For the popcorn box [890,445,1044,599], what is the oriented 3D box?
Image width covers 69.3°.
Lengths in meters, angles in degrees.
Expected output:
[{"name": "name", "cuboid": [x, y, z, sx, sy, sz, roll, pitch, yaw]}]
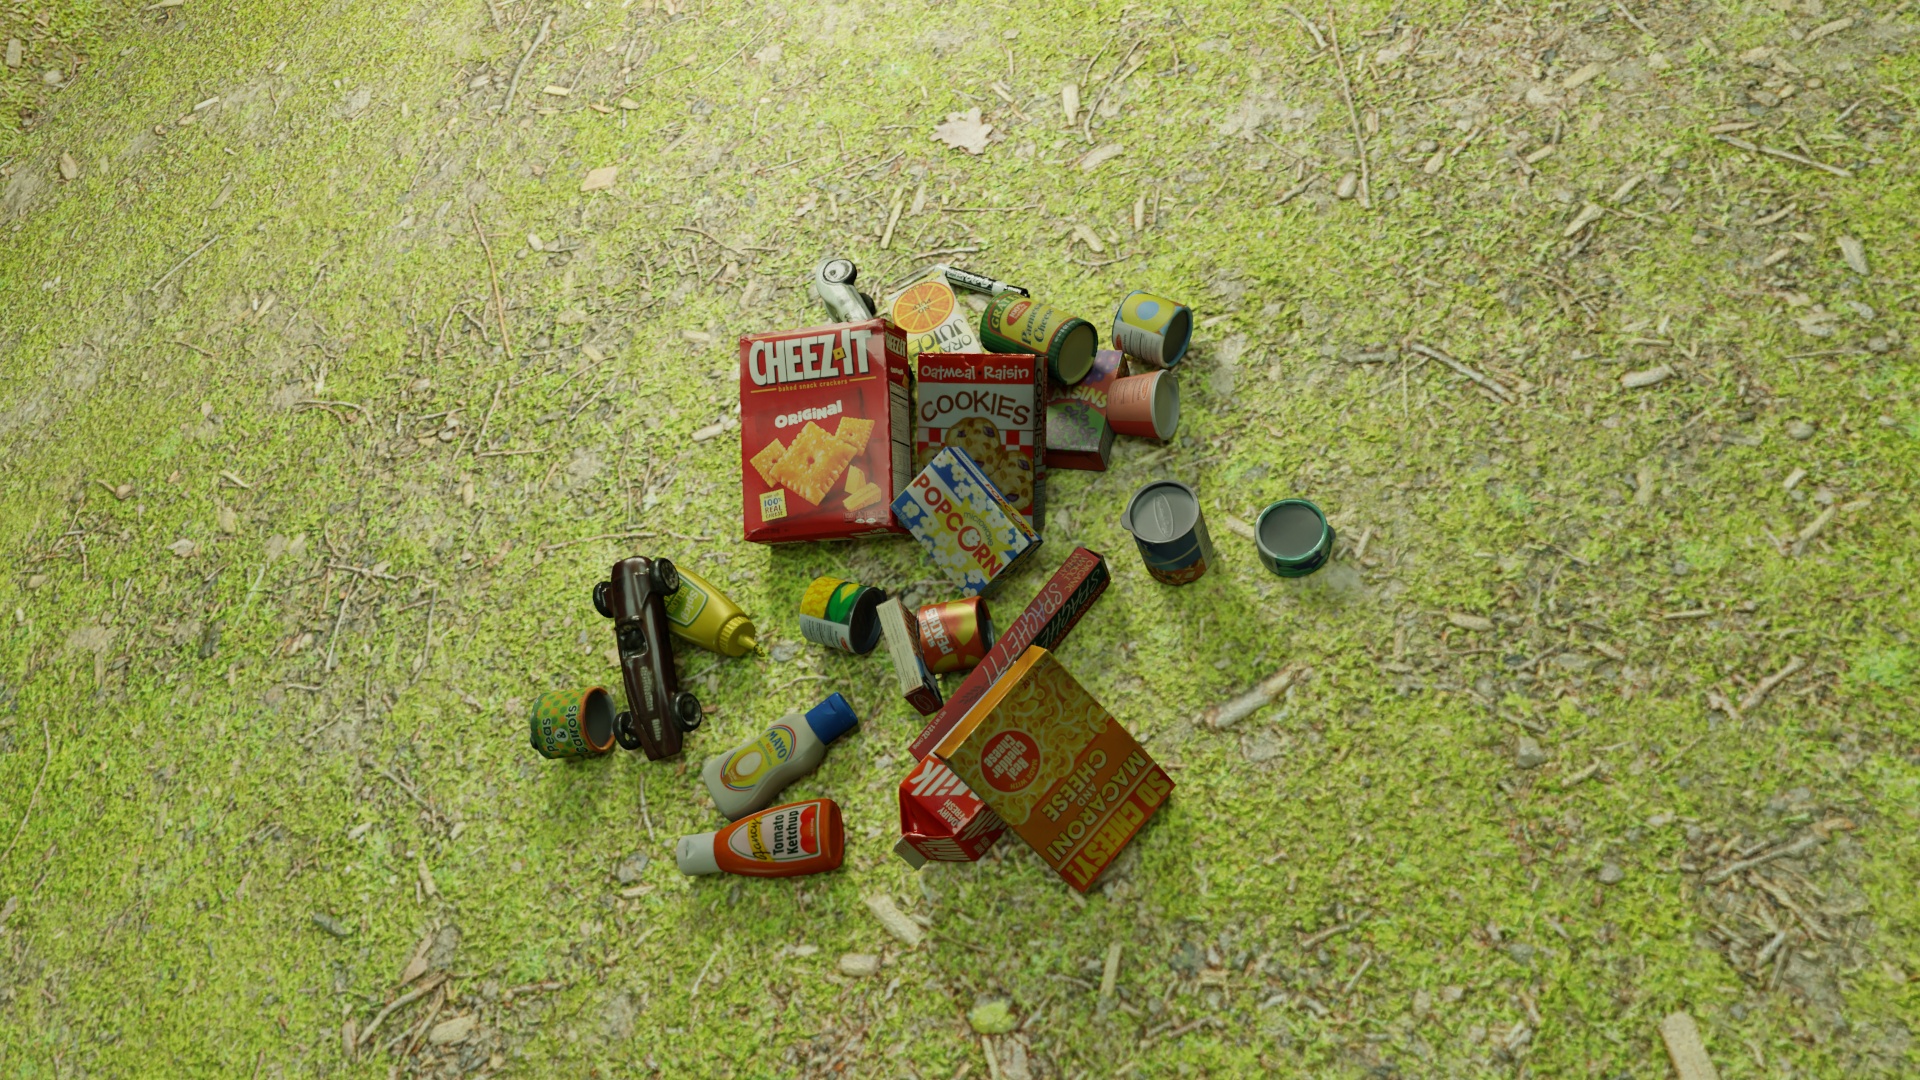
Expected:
[{"name": "popcorn box", "cuboid": [0.005, -0.017, 1.318, 0.085, 0.038, 0.127, -45, 76, 19]}]

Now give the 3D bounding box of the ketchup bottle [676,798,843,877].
[{"name": "ketchup bottle", "cuboid": [-0.180, 0.274, 1.250, 0.149, 0.043, 0.065, -12, 58, 13]}]

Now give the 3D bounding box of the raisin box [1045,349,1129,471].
[{"name": "raisin box", "cuboid": [0.114, -0.133, 1.390, 0.086, 0.040, 0.124, 5, 62, 23]}]

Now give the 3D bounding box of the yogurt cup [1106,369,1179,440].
[{"name": "yogurt cup", "cuboid": [0.177, -0.131, 1.353, 0.054, 0.072, 0.073, 1, 61, 30]}]

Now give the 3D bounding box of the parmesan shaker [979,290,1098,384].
[{"name": "parmesan shaker", "cuboid": [0.080, -0.204, 1.382, 0.103, 0.071, 0.071, 28, 73, 36]}]

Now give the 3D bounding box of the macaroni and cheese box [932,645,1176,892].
[{"name": "macaroni and cheese box", "cuboid": [0.079, 0.188, 1.148, 0.124, 0.166, 0.040, -46, 13, -11]}]

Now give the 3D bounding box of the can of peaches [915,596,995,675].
[{"name": "can of peaches", "cuboid": [-0.004, 0.087, 1.282, 0.058, 0.071, 0.071, -10, 58, 13]}]

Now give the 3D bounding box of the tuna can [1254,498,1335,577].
[{"name": "tuna can", "cuboid": [0.301, -0.004, 1.250, 0.071, 0.032, 0.071, -9, 58, 15]}]

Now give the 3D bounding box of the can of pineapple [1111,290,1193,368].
[{"name": "can of pineapple", "cuboid": [0.194, -0.213, 1.394, 0.058, 0.070, 0.071, 24, 71, 29]}]

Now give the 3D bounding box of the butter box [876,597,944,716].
[{"name": "butter box", "cuboid": [-0.047, 0.108, 1.296, 0.024, 0.053, 0.104, -25, 55, 8]}]

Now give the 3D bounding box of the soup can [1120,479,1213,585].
[{"name": "soup can", "cuboid": [0.188, -0.006, 1.261, 0.071, 0.083, 0.071, -9, 58, 15]}]

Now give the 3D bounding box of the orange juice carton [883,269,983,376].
[{"name": "orange juice carton", "cuboid": [-0.010, -0.182, 1.443, 0.072, 0.072, 0.193, -26, 56, 4]}]

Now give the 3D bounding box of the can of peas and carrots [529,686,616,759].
[{"name": "can of peas and carrots", "cuboid": [-0.379, 0.179, 1.360, 0.059, 0.070, 0.071, -9, 58, 14]}]

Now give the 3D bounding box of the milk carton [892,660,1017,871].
[{"name": "milk carton", "cuboid": [0.017, 0.205, 1.203, 0.191, 0.072, 0.073, -46, 57, -10]}]

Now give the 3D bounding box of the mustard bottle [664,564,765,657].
[{"name": "mustard bottle", "cuboid": [-0.252, 0.077, 1.388, 0.160, 0.048, 0.065, 25, 78, 30]}]

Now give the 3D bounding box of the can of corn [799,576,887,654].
[{"name": "can of corn", "cuboid": [-0.112, 0.070, 1.334, 0.058, 0.071, 0.071, 11, 65, 25]}]

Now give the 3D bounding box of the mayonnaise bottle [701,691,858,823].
[{"name": "mayonnaise bottle", "cuboid": [-0.165, 0.197, 1.291, 0.148, 0.041, 0.065, -36, 54, -3]}]

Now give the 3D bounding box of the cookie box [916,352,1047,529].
[{"name": "cookie box", "cuboid": [0.020, -0.098, 1.349, 0.123, 0.040, 0.167, 4, 97, 22]}]

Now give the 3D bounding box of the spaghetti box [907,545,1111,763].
[{"name": "spaghetti box", "cuboid": [0.048, 0.111, 1.262, 0.029, 0.050, 0.250, 33, 75, 31]}]
